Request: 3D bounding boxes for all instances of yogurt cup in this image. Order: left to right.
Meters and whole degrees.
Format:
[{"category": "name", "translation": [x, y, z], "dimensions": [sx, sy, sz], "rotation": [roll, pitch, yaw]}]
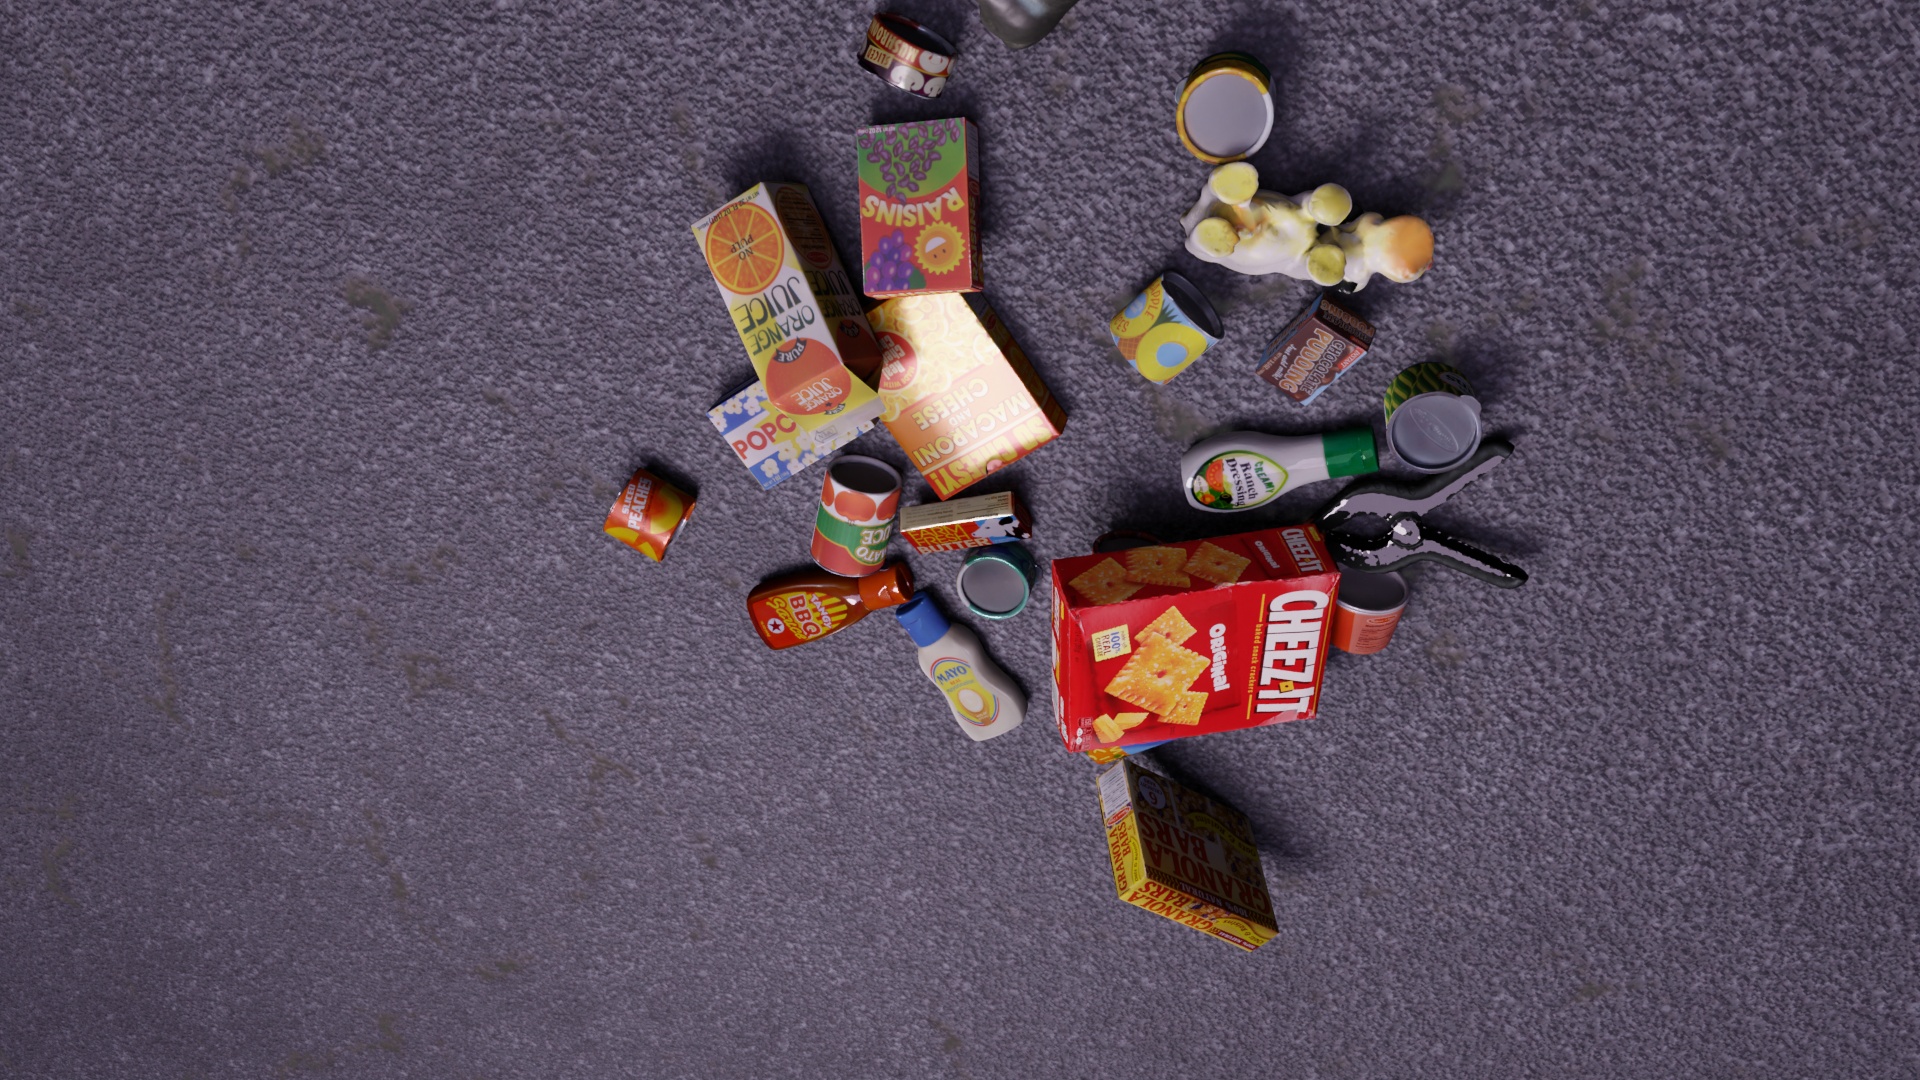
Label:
[{"category": "yogurt cup", "translation": [0.324, 0.055, 1.121], "dimensions": [0.072, 0.073, 0.053], "rotation": [8, 129, 10]}]

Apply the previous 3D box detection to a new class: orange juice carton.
[{"category": "orange juice carton", "translation": [-0.123, -0.172, 1.064], "dimensions": [0.071, 0.073, 0.192], "rotation": [-24, 90, 25]}]

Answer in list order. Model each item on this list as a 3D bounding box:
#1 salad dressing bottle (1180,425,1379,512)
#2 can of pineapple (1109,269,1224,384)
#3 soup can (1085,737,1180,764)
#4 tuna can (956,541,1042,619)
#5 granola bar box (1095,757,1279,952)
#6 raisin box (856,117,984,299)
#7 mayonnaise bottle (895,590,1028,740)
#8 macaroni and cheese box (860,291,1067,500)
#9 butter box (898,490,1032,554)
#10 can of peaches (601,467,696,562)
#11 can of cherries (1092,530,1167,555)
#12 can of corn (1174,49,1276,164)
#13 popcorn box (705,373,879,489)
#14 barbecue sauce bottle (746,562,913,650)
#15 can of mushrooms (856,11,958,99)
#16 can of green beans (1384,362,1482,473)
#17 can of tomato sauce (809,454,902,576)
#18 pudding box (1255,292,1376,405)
[{"category": "salad dressing bottle", "translation": [0.249, -0.060, 1.085], "dimensions": [0.147, 0.044, 0.064], "rotation": [-10, 118, 19]}, {"category": "can of pineapple", "translation": [0.153, -0.160, 1.038], "dimensions": [0.071, 0.071, 0.057], "rotation": [43, 121, -12]}, {"category": "soup can", "translation": [0.152, 0.155, 1.223], "dimensions": [0.083, 0.072, 0.071], "rotation": [-25, 111, 26]}, {"category": "tuna can", "translation": [0.033, 0.034, 1.201], "dimensions": [0.071, 0.033, 0.070], "rotation": [7, 121, 11]}, {"category": "granola bar box", "translation": [0.197, 0.276, 1.215], "dimensions": [0.165, 0.125, 0.039], "rotation": [28, 124, -29]}, {"category": "raisin box", "translation": [-0.030, -0.244, 1.028], "dimensions": [0.086, 0.040, 0.123], "rotation": [-1, 94, 14]}, {"category": "mayonnaise bottle", "translation": [-0.003, 0.112, 1.251], "dimensions": [0.064, 0.041, 0.148], "rotation": [-27, 110, 28]}, {"category": "macaroni and cheese box", "translation": [-0.011, -0.128, 1.115], "dimensions": [0.123, 0.040, 0.166], "rotation": [-28, 108, 27]}, {"category": "butter box", "translation": [0.004, -0.015, 1.172], "dimensions": [0.103, 0.024, 0.053], "rotation": [-8, 154, 19]}, {"category": "can of peaches", "translation": [-0.274, -0.023, 1.227], "dimensions": [0.058, 0.071, 0.071], "rotation": [30, 122, -5]}, {"category": "can of cherries", "translation": [0.138, 0.031, 1.154], "dimensions": [0.071, 0.072, 0.058], "rotation": [8, 121, 10]}, {"category": "can of corn", "translation": [0.181, -0.298, 0.956], "dimensions": [0.071, 0.058, 0.070], "rotation": [6, 120, 11]}, {"category": "popcorn box", "translation": [-0.138, -0.108, 1.160], "dimensions": [0.126, 0.038, 0.085], "rotation": [-27, 108, 26]}, {"category": "barbecue sauce bottle", "translation": [-0.115, 0.054, 1.245], "dimensions": [0.148, 0.044, 0.064], "rotation": [-15, 114, 21]}, {"category": "can of mushrooms", "translation": [-0.038, -0.343, 0.980], "dimensions": [0.071, 0.071, 0.033], "rotation": [29, 121, -3]}, {"category": "can of green beans", "translation": [0.350, -0.092, 1.032], "dimensions": [0.071, 0.058, 0.071], "rotation": [6, 121, 11]}, {"category": "can of tomato sauce", "translation": [-0.087, -0.021, 1.181], "dimensions": [0.071, 0.071, 0.082], "rotation": [17, 122, 4]}, {"category": "pudding box", "translation": [0.262, -0.140, 1.025], "dimensions": [0.049, 0.030, 0.083], "rotation": [32, 150, -5]}]
